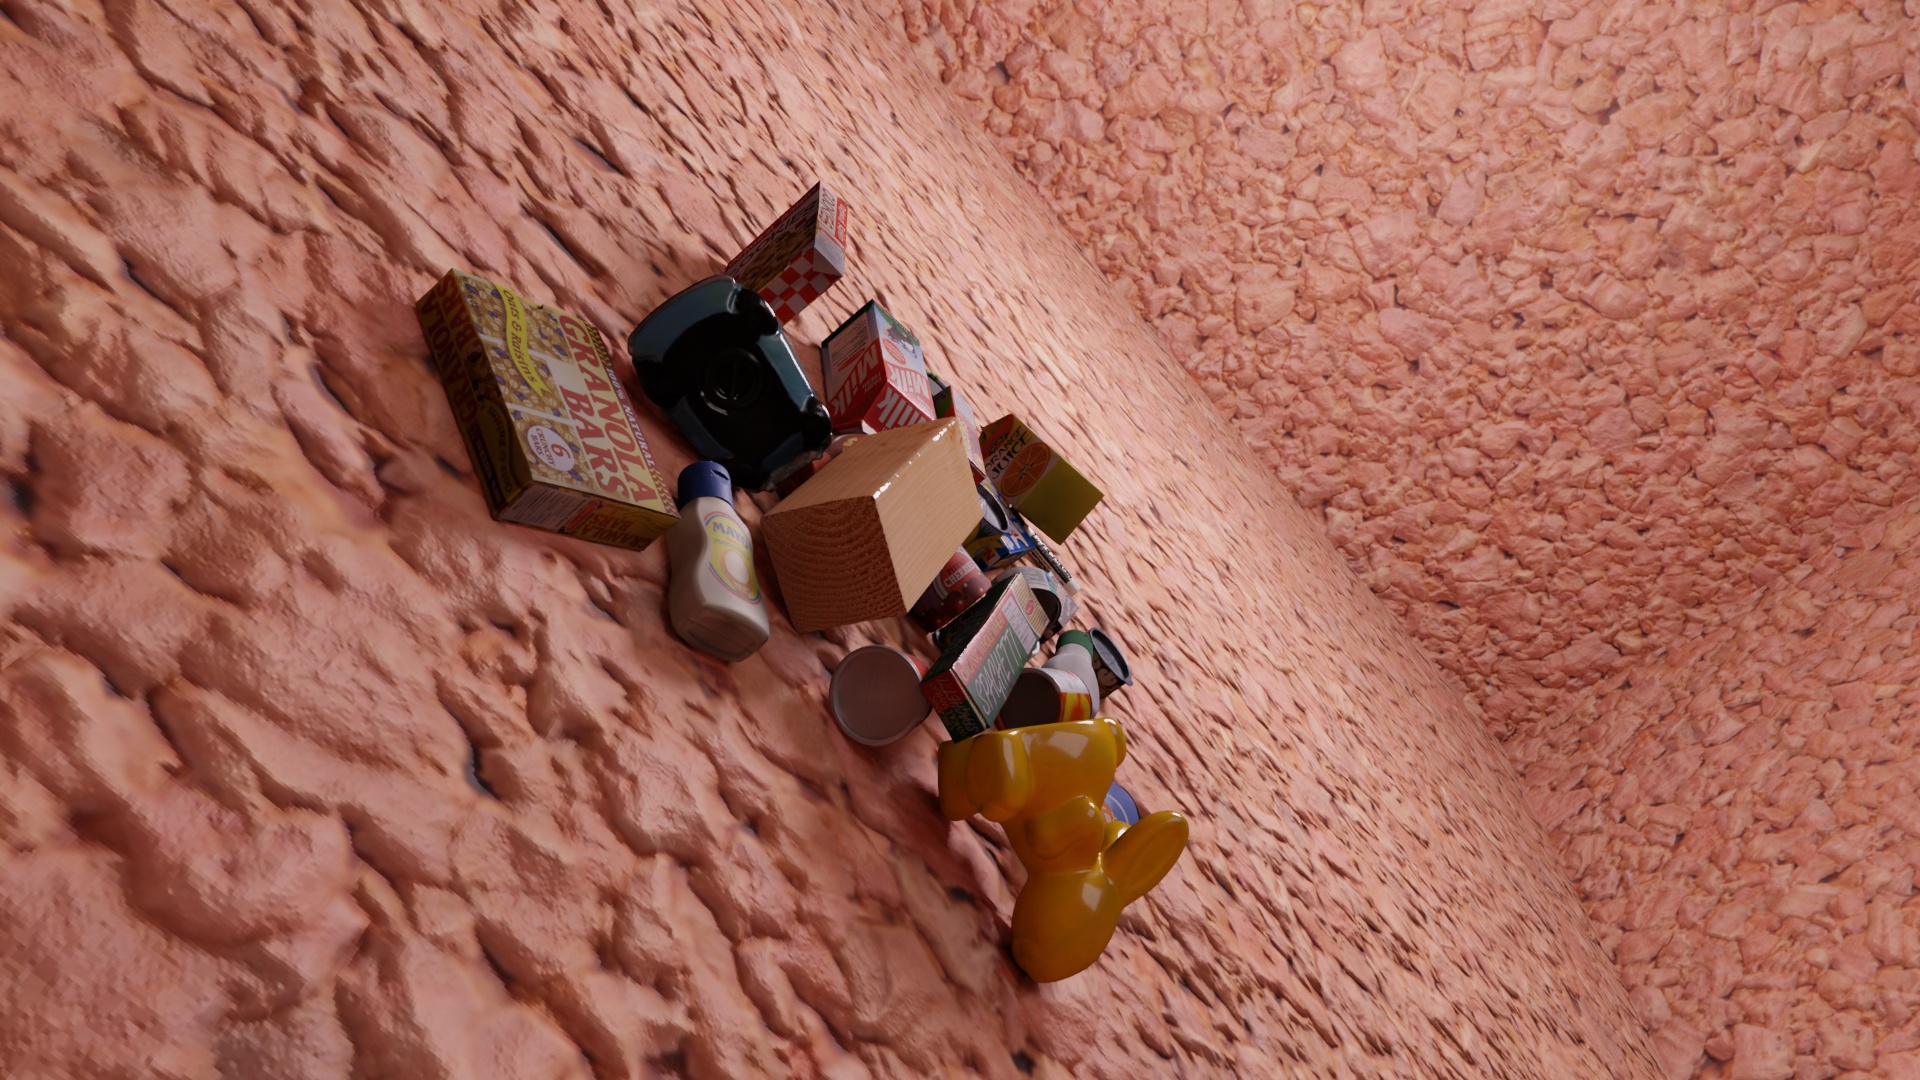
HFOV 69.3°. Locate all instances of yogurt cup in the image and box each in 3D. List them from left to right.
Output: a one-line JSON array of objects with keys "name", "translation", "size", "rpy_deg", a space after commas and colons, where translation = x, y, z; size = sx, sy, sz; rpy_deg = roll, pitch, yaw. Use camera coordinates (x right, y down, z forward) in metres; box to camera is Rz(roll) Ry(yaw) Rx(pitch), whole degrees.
[{"name": "yogurt cup", "translation": [-0.050, 0.105, 0.955], "size": [0.072, 0.072, 0.054], "rpy_deg": [57, 11, 12]}]

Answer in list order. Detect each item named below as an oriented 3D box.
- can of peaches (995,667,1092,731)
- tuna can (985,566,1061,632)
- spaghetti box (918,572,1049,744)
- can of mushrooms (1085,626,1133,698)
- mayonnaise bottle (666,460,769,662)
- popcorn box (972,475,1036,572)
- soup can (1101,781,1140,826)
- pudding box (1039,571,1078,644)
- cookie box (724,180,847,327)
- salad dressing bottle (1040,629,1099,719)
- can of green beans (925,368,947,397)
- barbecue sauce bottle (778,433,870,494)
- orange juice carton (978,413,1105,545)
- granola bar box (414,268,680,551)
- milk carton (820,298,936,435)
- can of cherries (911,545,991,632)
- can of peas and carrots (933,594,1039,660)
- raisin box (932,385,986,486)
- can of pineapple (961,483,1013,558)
[{"name": "can of peaches", "translation": [0.068, 0.141, 1.158], "size": [0.058, 0.071, 0.071], "rpy_deg": [15, 41, -61]}, {"name": "tuna can", "translation": [0.057, 0.059, 1.277], "size": [0.071, 0.071, 0.033], "rpy_deg": [37, 23, -37]}, {"name": "spaghetti box", "translation": [0.023, 0.080, 1.020], "size": [0.050, 0.028, 0.251], "rpy_deg": [59, 18, -5]}, {"name": "can of mushrooms", "translation": [0.140, 0.125, 1.395], "size": [0.071, 0.033, 0.071], "rpy_deg": [45, 20, -21]}, {"name": "mayonnaise bottle", "translation": [-0.161, 0.008, 0.902], "size": [0.064, 0.041, 0.149], "rpy_deg": [34, 27, -38]}, {"name": "popcorn box", "translation": [0.014, -0.032, 1.376], "size": [0.127, 0.038, 0.085], "rpy_deg": [55, 18, 9]}, {"name": "soup can", "translation": [0.093, 0.221, 1.072], "size": [0.071, 0.071, 0.084], "rpy_deg": [57, 20, 14]}, {"name": "pudding box", "translation": [0.085, 0.066, 1.378], "size": [0.049, 0.030, 0.084], "rpy_deg": [52, 19, 1]}, {"name": "cookie box", "translation": [-0.157, -0.238, 1.222], "size": [0.040, 0.122, 0.168], "rpy_deg": [44, 21, -26]}, {"name": "salad dressing bottle", "translation": [0.102, 0.126, 1.292], "size": [0.064, 0.044, 0.148], "rpy_deg": [48, 19, -8]}, {"name": "can of green beans", "translation": [-0.040, -0.131, 1.398], "size": [0.071, 0.057, 0.071], "rpy_deg": [44, 21, -22]}, {"name": "barbecue sauce bottle", "translation": [-0.102, -0.057, 1.147], "size": [0.065, 0.043, 0.149], "rpy_deg": [64, 21, 7]}, {"name": "orange juice carton", "translation": [0.073, -0.074, 1.486], "size": [0.071, 0.073, 0.193], "rpy_deg": [39, 6, -28]}, {"name": "granola bar box", "translation": [-0.252, -0.079, 0.854], "size": [0.124, 0.039, 0.166], "rpy_deg": [19, 39, -58]}, {"name": "milk carton", "translation": [-0.076, -0.138, 1.303], "size": [0.072, 0.073, 0.191], "rpy_deg": [40, 23, -33]}, {"name": "can of cherries", "translation": [-0.015, 0.034, 1.145], "size": [0.058, 0.071, 0.072], "rpy_deg": [53, 19, -2]}, {"name": "can of peas and carrots", "translation": [0.023, 0.083, 1.163], "size": [0.071, 0.058, 0.071], "rpy_deg": [45, 20, -21]}, {"name": "raisin box", "translation": [-0.026, -0.079, 1.296], "size": [0.040, 0.086, 0.124], "rpy_deg": [47, 19, -31]}, {"name": "can of pineapple", "translation": [0.005, -0.016, 1.297], "size": [0.071, 0.057, 0.071], "rpy_deg": [44, 21, -22]}]
